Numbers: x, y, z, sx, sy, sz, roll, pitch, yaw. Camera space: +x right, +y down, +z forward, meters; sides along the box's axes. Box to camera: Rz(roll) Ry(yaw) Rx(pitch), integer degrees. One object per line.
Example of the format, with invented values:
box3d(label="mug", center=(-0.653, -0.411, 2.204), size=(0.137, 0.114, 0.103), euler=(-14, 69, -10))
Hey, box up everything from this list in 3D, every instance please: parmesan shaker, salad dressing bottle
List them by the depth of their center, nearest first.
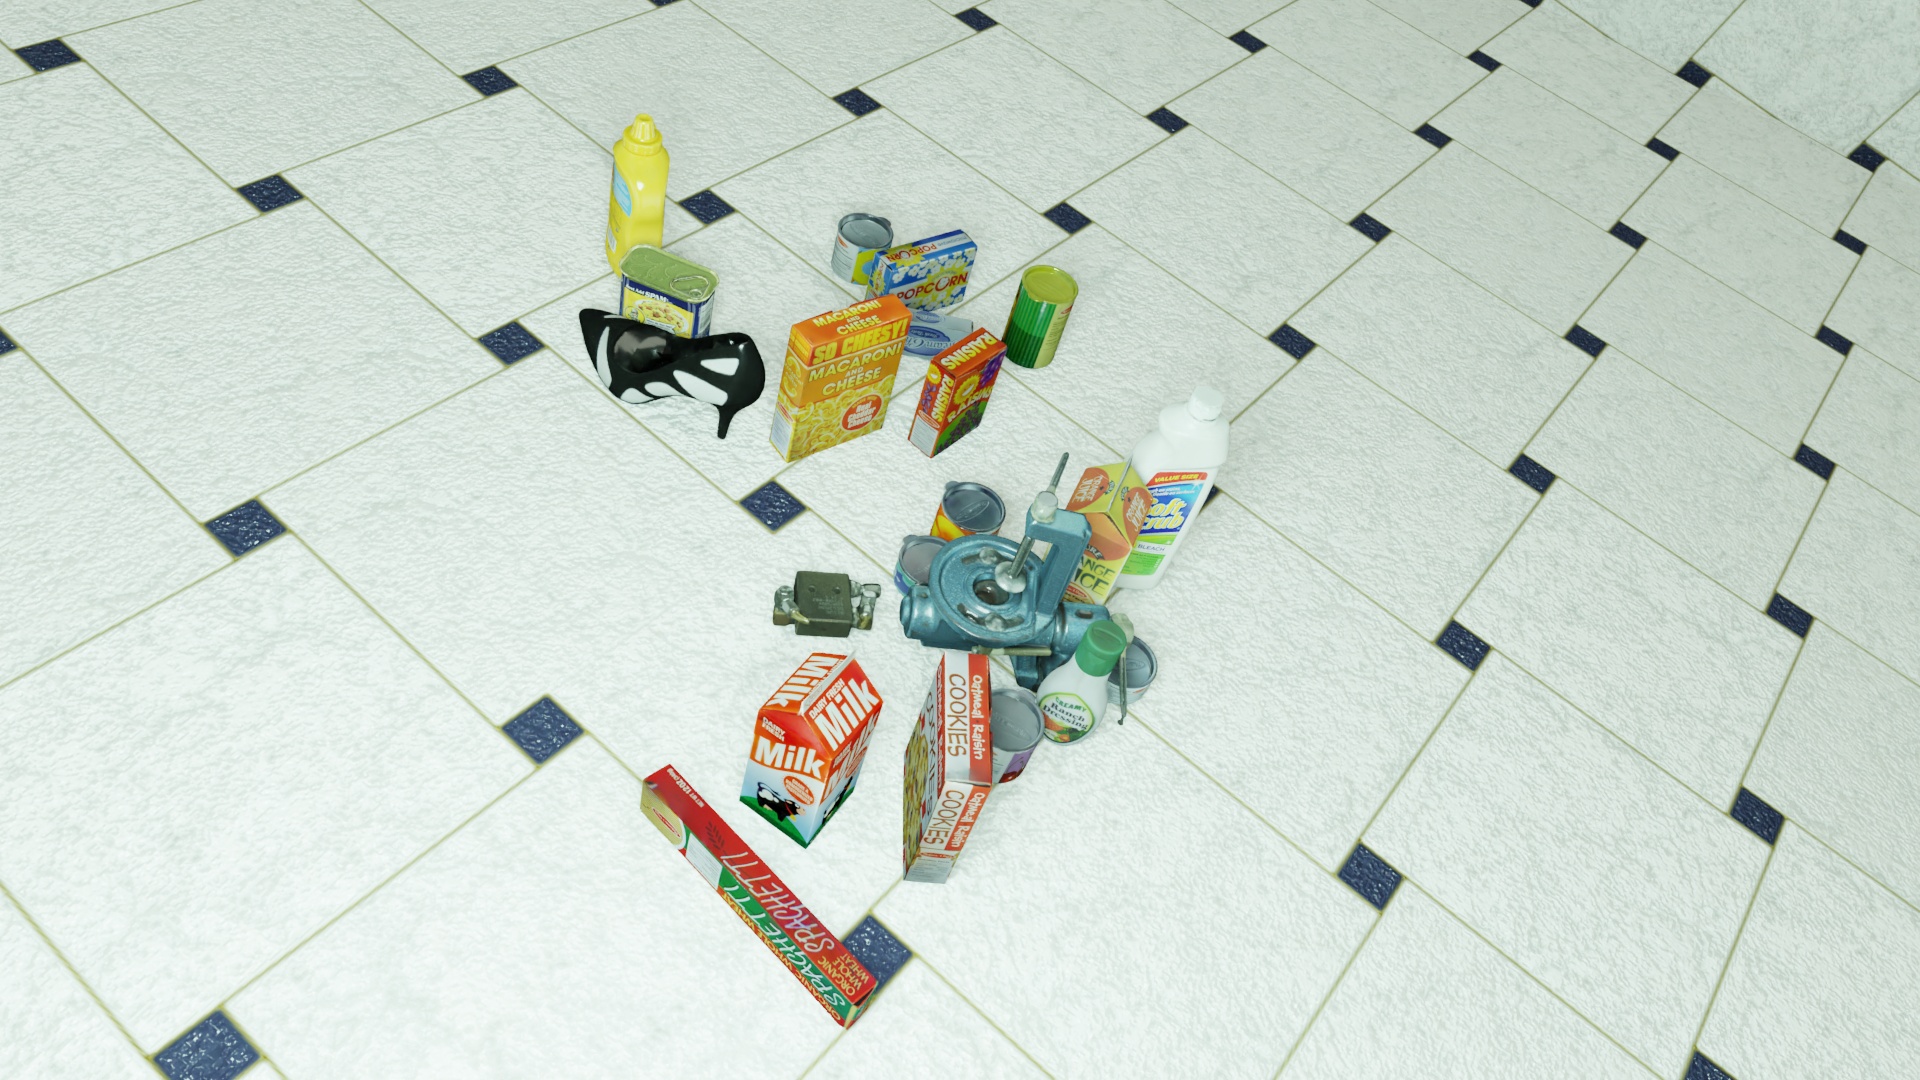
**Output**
box3d(label="salad dressing bottle", center=(0.108, 0.127, 1.240), size=(0.064, 0.146, 0.044), euler=(26, 48, 5))
box3d(label="parmesan shaker", center=(0.087, -0.254, 1.592), size=(0.071, 0.102, 0.072), euler=(9, 49, -10))

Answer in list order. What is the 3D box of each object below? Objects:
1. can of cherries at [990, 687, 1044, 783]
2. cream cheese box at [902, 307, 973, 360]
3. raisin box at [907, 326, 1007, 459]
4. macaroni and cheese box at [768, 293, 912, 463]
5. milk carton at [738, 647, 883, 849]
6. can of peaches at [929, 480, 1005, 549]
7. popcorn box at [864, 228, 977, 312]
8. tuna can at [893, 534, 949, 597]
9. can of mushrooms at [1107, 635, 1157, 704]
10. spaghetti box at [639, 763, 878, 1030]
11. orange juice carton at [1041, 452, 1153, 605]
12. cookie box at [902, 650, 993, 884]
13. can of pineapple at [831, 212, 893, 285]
box3d(label="can of cherries", center=(0.038, 0.173, 1.239), size=(0.071, 0.058, 0.072), euler=(9, 49, -10))
box3d(label="cream cheese box", center=(-0.042, -0.232, 1.566), size=(0.104, 0.053, 0.024), euler=(9, 49, -10))
box3d(label="raisin box", center=(-0.004, -0.155, 1.464), size=(0.040, 0.122, 0.086), euler=(40, 51, 17))
box3d(label="macaroni and cheese box", center=(-0.123, -0.164, 1.406), size=(0.124, 0.165, 0.040), euler=(-24, 61, -32))
box3d(label="milk carton", center=(-0.119, 0.160, 1.112), size=(0.073, 0.189, 0.073), euler=(33, 49, 12))
box3d(label="can of peaches", center=(0.005, -0.017, 1.393), size=(0.071, 0.057, 0.071), euler=(9, 49, -10))
box3d(label="popcorn box", center=(-0.046, -0.304, 1.605), size=(0.127, 0.084, 0.038), euler=(-23, 61, -32))
box3d(label="tuna can", center=(-0.033, 0.028, 1.359), size=(0.071, 0.032, 0.071), euler=(9, 48, -10))
box3d(label="can of mushrooms", center=(0.153, 0.121, 1.336), size=(0.071, 0.033, 0.071), euler=(9, 48, -10))
box3d(label="spaghetti box", center=(-0.162, 0.278, 1.092), size=(0.250, 0.049, 0.029), euler=(41, 51, 18))
box3d(label="orange juice carton", center=(0.125, 0.003, 1.322), size=(0.073, 0.191, 0.072), euler=(26, 48, 5))
box3d(label="cookie box", center=(-0.012, 0.187, 1.138), size=(0.040, 0.166, 0.123), euler=(8, 49, -11))
box3d(label="can of pineapple", center=(-0.115, -0.343, 1.637), size=(0.071, 0.057, 0.071), euler=(9, 49, -10))
